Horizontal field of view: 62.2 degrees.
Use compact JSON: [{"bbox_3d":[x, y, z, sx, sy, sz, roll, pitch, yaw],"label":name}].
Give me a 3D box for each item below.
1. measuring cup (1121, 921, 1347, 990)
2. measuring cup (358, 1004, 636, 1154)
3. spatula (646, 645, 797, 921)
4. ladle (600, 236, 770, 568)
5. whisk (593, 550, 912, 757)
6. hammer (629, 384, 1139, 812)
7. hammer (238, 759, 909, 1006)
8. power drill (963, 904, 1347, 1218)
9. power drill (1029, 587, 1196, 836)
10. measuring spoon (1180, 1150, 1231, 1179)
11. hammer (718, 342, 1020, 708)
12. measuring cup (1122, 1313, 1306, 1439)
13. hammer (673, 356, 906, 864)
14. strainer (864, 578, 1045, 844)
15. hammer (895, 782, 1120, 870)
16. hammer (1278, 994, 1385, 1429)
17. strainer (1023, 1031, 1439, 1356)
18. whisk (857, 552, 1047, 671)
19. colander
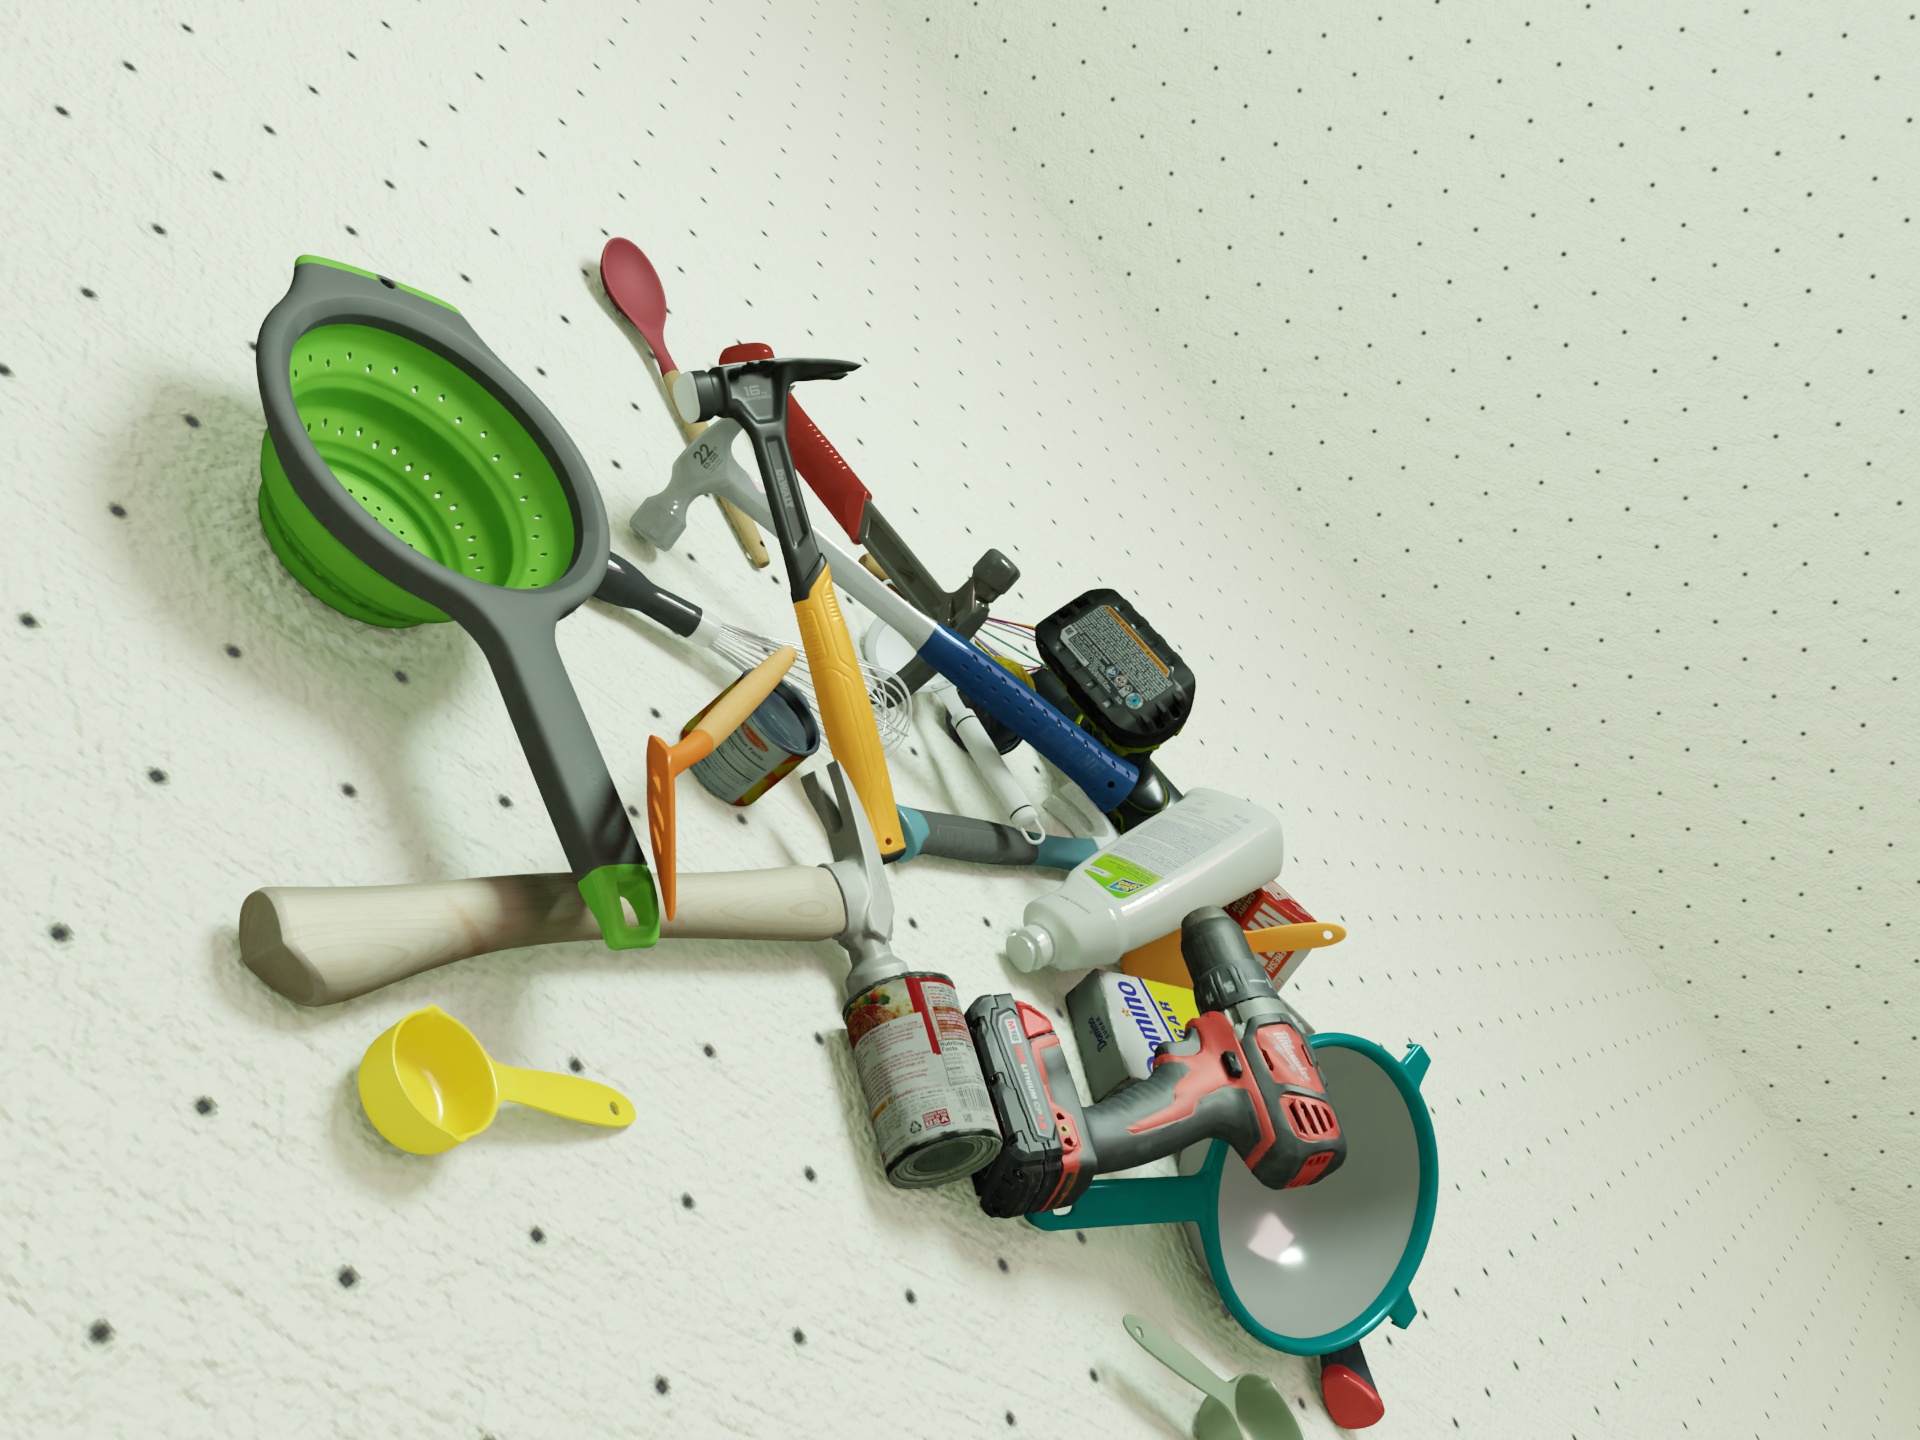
[{"bbox_3d":[0.206,0.180,1.215,0.052,0.173,0.095,-30,107,-62],"label":"measuring cup"},{"bbox_3d":[-0.198,0.166,0.694,0.156,0.029,0.062,37,25,-57],"label":"measuring cup"},{"bbox_3d":[-0.123,0.006,0.851,0.323,0.041,0.081,-64,158,-71],"label":"spatula"},{"bbox_3d":[-0.213,-0.248,1.236,0.069,0.031,0.316,5,53,-56],"label":"ladle"},{"bbox_3d":[-0.144,-0.046,1.048,0.284,0.070,0.070,29,32,-32],"label":"whisk"},{"bbox_3d":[-0.029,-0.071,1.132,0.405,0.144,0.035,38,-2,-17],"label":"hammer"},{"bbox_3d":[-0.170,0.085,0.807,0.410,0.038,0.146,6,62,-56],"label":"hammer"},{"bbox_3d":[0.109,0.203,0.974,0.226,0.080,0.188,-3,50,-20],"label":"power drill"},{"bbox_3d":[0.115,-0.007,1.302,0.191,0.080,0.228,51,-14,23],"label":"power drill"},{"bbox_3d":[0.201,0.311,1.175,0.128,0.021,0.042,-6,59,-49],"label":"measuring spoon"},{"bbox_3d":[-0.102,-0.177,1.264,0.359,0.149,0.036,52,14,30],"label":"hammer"},{"bbox_3d":[0.143,0.407,0.943,0.167,0.038,0.083,43,25,-16],"label":"measuring cup"},{"bbox_3d":[-0.086,-0.071,1.040,0.127,0.034,0.337,-16,92,-33],"label":"hammer"},{"bbox_3d":[-0.002,-0.004,1.214,0.259,0.087,0.050,58,-18,32],"label":"strainer"},{"bbox_3d":[0.043,0.096,1.204,0.330,0.033,0.128,14,44,-54],"label":"hammer"},{"bbox_3d":[0.268,0.359,1.234,0.143,0.038,0.387,39,27,-31],"label":"hammer"},{"bbox_3d":[0.168,0.308,1.060,0.340,0.095,0.211,7,85,-30],"label":"strainer"},{"bbox_3d":[0.006,-0.090,1.390,0.244,0.047,0.051,27,16,-37],"label":"whisk"},{"bbox_3d":[-0.255,-0.047,0.795,0.204,0.094,0.397,7,51,-58],"label":"colander"}]
